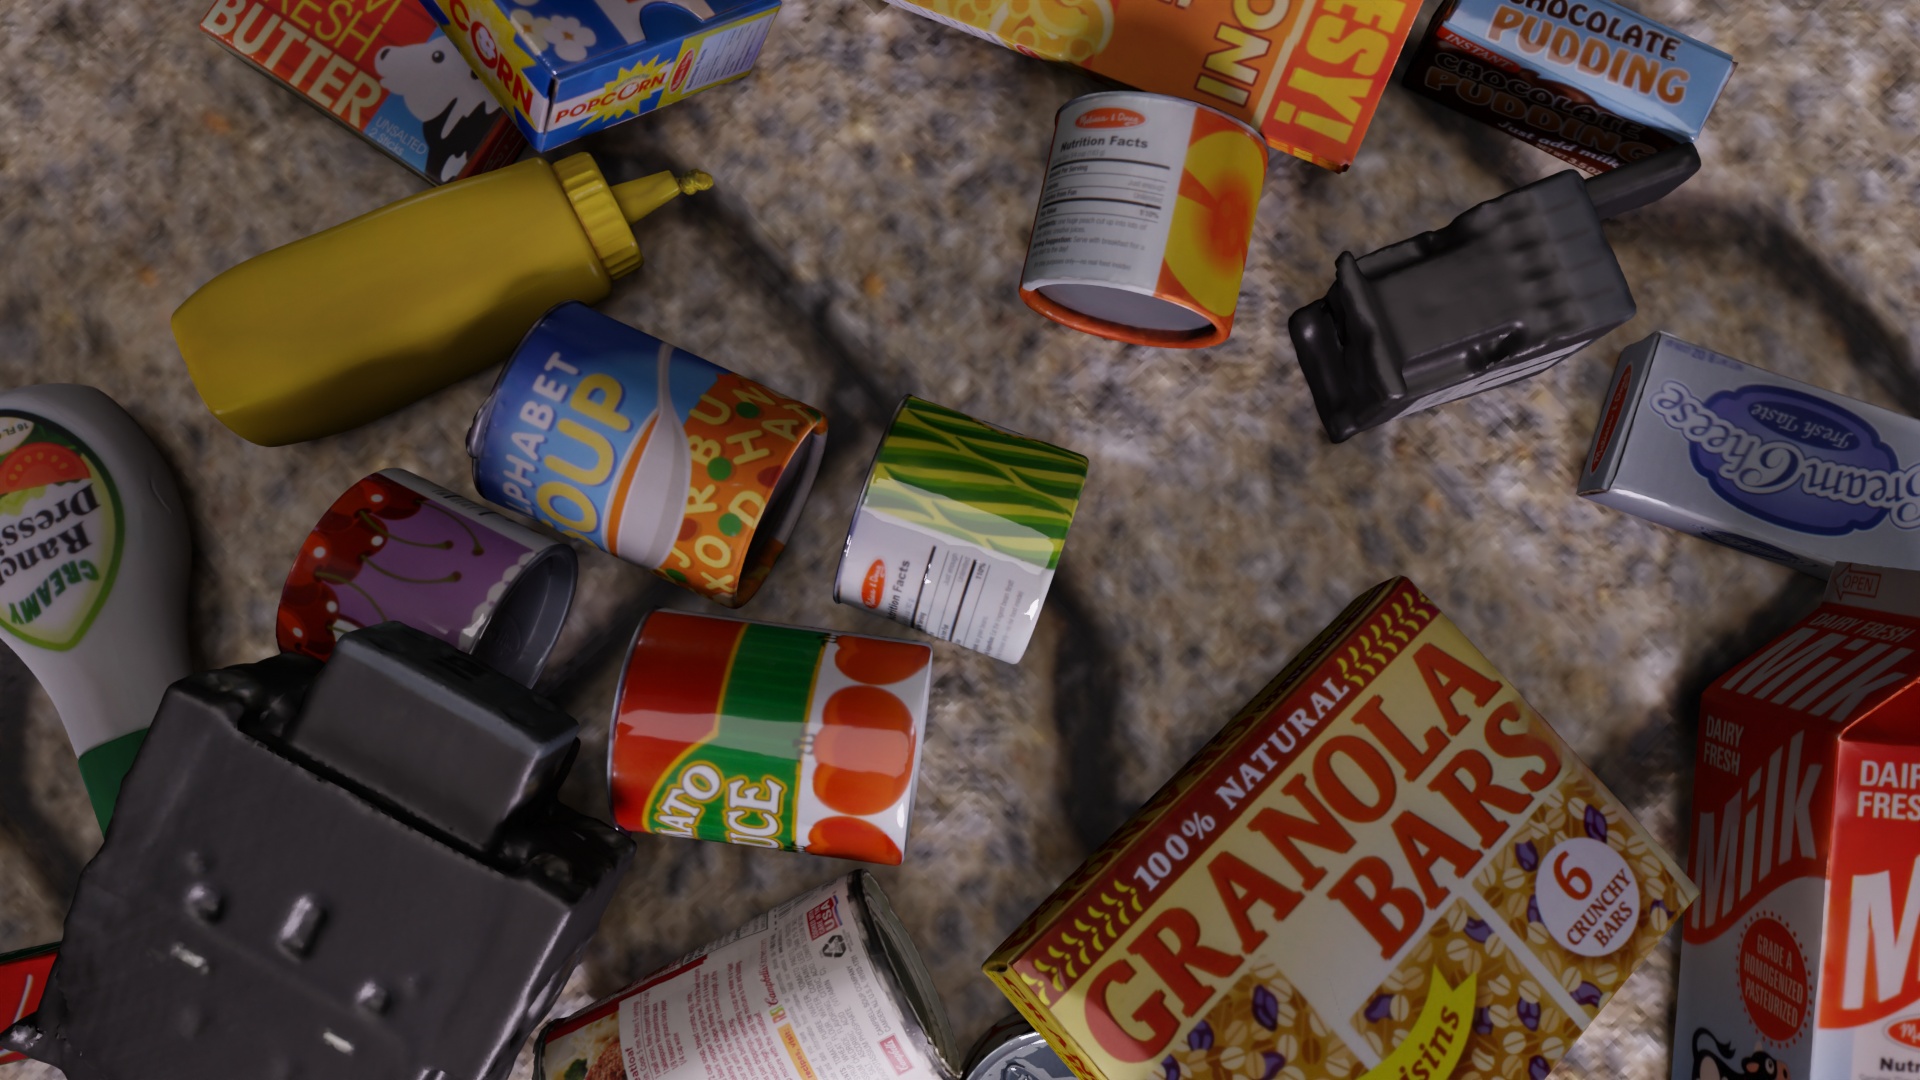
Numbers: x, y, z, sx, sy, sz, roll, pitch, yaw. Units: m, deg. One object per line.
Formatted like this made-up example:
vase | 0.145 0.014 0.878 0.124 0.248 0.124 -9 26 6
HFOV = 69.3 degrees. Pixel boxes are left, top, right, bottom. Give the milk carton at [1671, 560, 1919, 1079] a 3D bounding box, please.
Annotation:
milk carton | 0.253 0.102 0.383 0.073 0.072 0.190 4 92 2

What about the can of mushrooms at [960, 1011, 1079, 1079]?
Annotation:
can of mushrooms | 0.031 0.172 0.410 0.071 0.033 0.071 0 84 1

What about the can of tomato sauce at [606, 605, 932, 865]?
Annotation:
can of tomato sauce | -0.053 0.059 0.406 0.083 0.071 0.071 7 85 1

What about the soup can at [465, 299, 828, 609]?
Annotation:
soup can | -0.091 -0.024 0.413 0.084 0.071 0.071 24 85 3

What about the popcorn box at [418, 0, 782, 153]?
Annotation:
popcorn box | -0.129 -0.190 0.430 0.085 0.038 0.127 -35 84 -34

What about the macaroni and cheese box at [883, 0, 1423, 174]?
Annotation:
macaroni and cheese box | 0.064 -0.200 0.420 0.166 0.040 0.123 24 105 8

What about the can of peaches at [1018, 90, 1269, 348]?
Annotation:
can of peaches | 0.057 -0.094 0.422 0.071 0.071 0.058 13 85 2

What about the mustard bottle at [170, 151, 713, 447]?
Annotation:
mustard bottle | -0.151 -0.082 0.427 0.160 0.065 0.049 -27 86 -9

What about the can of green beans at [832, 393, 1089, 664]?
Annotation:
can of green beans | 0.001 -0.003 0.412 0.058 0.071 0.071 19 85 2

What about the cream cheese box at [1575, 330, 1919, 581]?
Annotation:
cream cheese box | 0.252 -0.022 0.430 0.104 0.024 0.053 20 86 3

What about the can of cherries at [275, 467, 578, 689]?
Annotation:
can of cherries | -0.157 0.021 0.411 0.058 0.071 0.071 25 85 3

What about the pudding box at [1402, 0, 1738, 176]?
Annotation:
pudding box | 0.187 -0.146 0.432 0.084 0.049 0.030 27 87 3

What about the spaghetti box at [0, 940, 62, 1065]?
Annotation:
spaghetti box | -0.246 0.130 0.410 0.250 0.050 0.028 -12 86 -1

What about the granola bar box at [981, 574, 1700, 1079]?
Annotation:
granola bar box | 0.109 0.109 0.393 0.166 0.039 0.124 -40 84 -17

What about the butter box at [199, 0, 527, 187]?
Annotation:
butter box | -0.188 -0.157 0.452 0.103 0.024 0.053 33 86 4

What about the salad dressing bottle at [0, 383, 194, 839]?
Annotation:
salad dressing bottle | -0.261 0.027 0.424 0.064 0.044 0.147 -23 84 0
